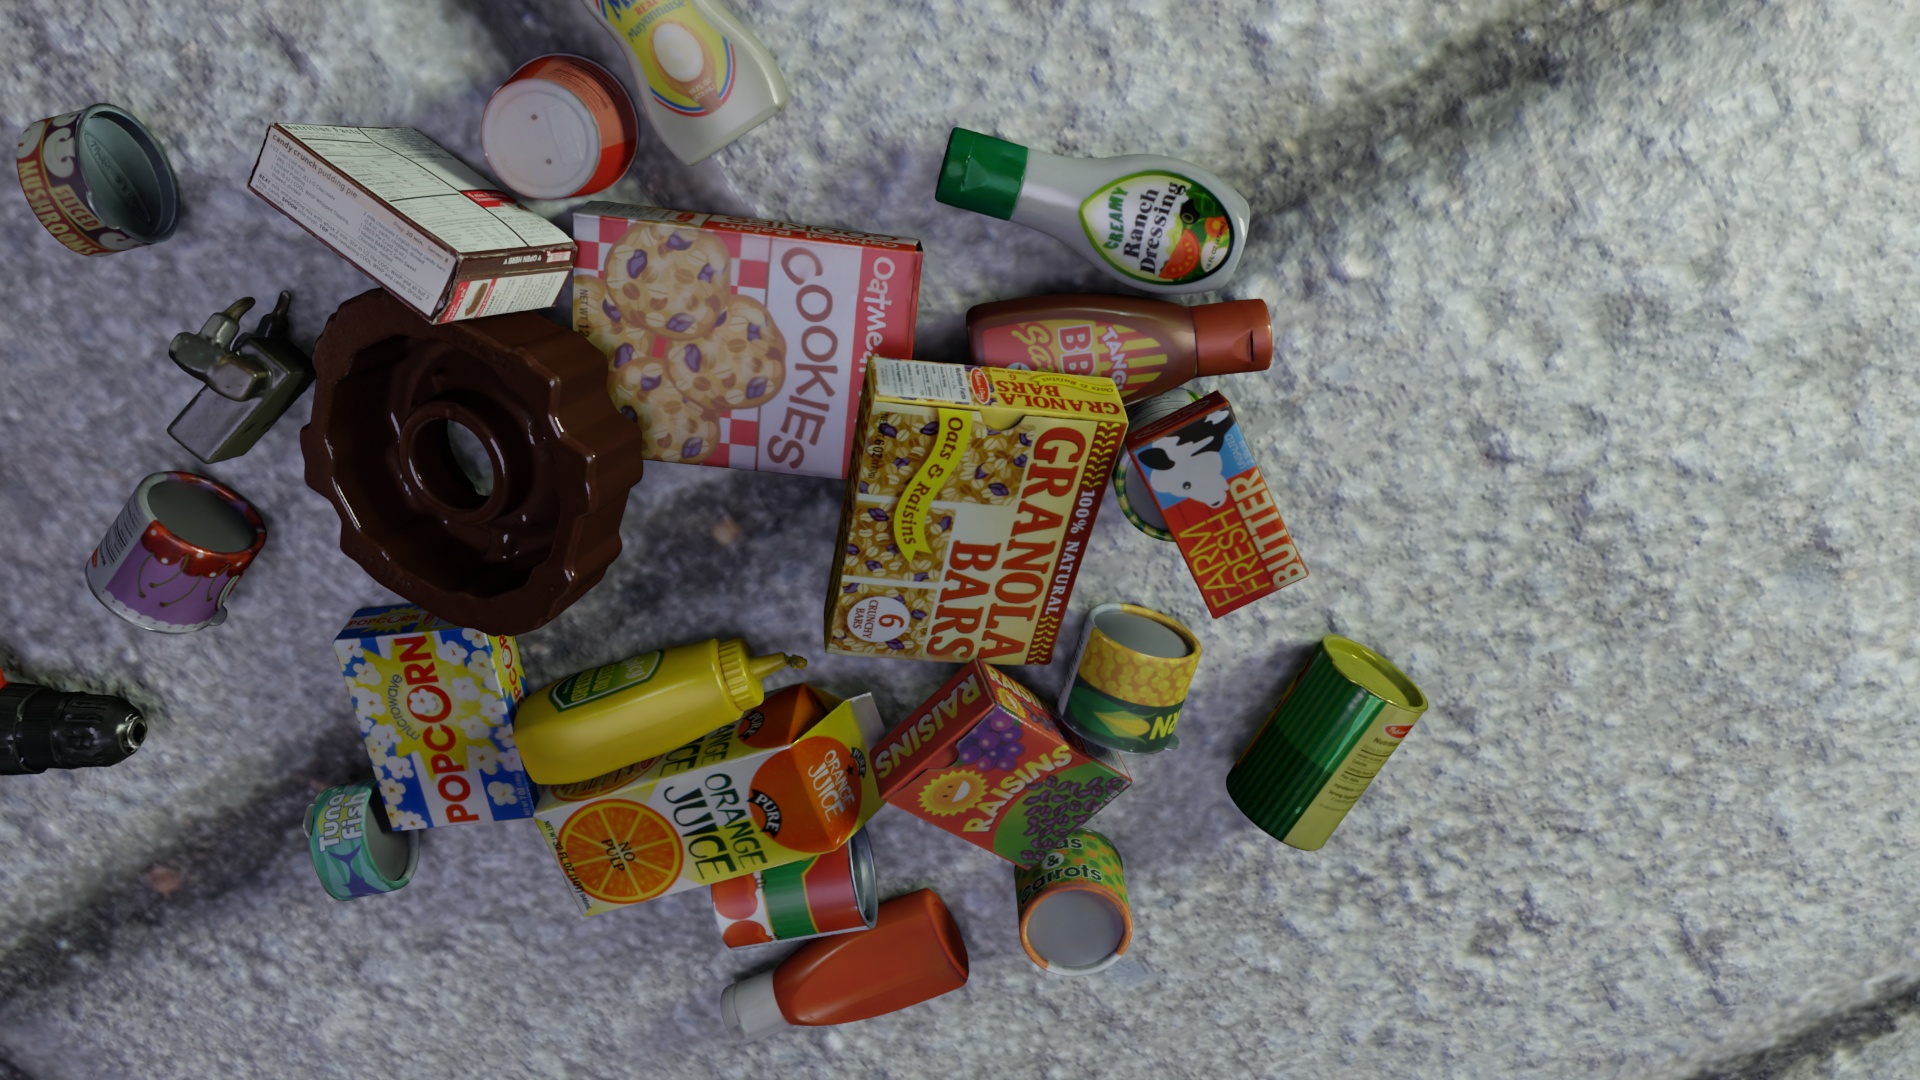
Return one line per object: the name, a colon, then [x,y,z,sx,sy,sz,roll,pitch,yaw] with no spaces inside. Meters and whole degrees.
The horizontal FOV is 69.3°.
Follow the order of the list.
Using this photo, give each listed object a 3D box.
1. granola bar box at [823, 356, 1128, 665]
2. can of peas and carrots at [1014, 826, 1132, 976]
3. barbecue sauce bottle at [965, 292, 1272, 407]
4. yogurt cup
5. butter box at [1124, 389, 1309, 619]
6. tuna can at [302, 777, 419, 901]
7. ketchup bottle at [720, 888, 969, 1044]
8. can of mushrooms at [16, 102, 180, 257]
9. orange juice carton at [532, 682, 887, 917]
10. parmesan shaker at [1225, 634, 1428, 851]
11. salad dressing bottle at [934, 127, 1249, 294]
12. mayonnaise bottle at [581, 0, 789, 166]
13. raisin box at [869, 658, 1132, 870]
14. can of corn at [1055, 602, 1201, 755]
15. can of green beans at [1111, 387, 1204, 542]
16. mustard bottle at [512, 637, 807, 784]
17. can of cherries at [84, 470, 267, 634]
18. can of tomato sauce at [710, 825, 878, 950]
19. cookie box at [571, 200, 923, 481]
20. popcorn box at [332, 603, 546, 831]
granola bar box: [0.003,-0.009,0.703,0.124,0.039,0.164,4,129,-13]
can of peas and carrots: [0.065,0.209,0.815,0.071,0.059,0.070,0,113,-1]
barbecue sauce bottle: [0.079,-0.095,0.698,0.148,0.044,0.064,-7,115,2]
yogurt cup: [-0.190,-0.191,0.652,0.072,0.054,0.072,0,113,-1]
butter box: [0.125,-0.016,0.676,0.053,0.024,0.103,-26,110,10]
tuna can: [-0.340,0.168,0.792,0.033,0.071,0.070,-13,112,4]
ketchup bottle: [-0.073,0.265,0.846,0.149,0.044,0.064,-23,110,9]
can of mushrooms: [-0.405,-0.167,0.652,0.033,0.071,0.070,-12,112,7]
orange juice carton: [-0.130,0.139,0.778,0.193,0.073,0.071,-16,112,6]
parmesan shaker: [0.199,0.112,0.770,0.071,0.071,0.102,26,111,-10]
salad dressing bottle: [0.063,-0.162,0.670,0.148,0.044,0.064,14,111,-6]
mayonnaise bottle: [-0.142,-0.250,0.635,0.064,0.041,0.147,-29,110,13]
raisin box: [0.023,0.126,0.768,0.086,0.040,0.123,-42,129,16]
can of corn: [0.094,0.075,0.755,0.071,0.071,0.058,13,112,-6]
can of green beans: [0.110,-0.039,0.713,0.071,0.058,0.071,0,113,0]
mustard bottle: [-0.162,0.086,0.764,0.160,0.065,0.048,-18,112,1]
can of cherries: [-0.408,0.007,0.728,0.071,0.072,0.058,37,107,-14]
can of tomato sauce: [-0.096,0.196,0.806,0.083,0.071,0.071,-11,112,5]
cookie box: [-0.108,-0.098,0.698,0.167,0.040,0.122,6,112,-3]
popcorn box: [-0.288,0.098,0.780,0.085,0.038,0.126,-6,112,3]
